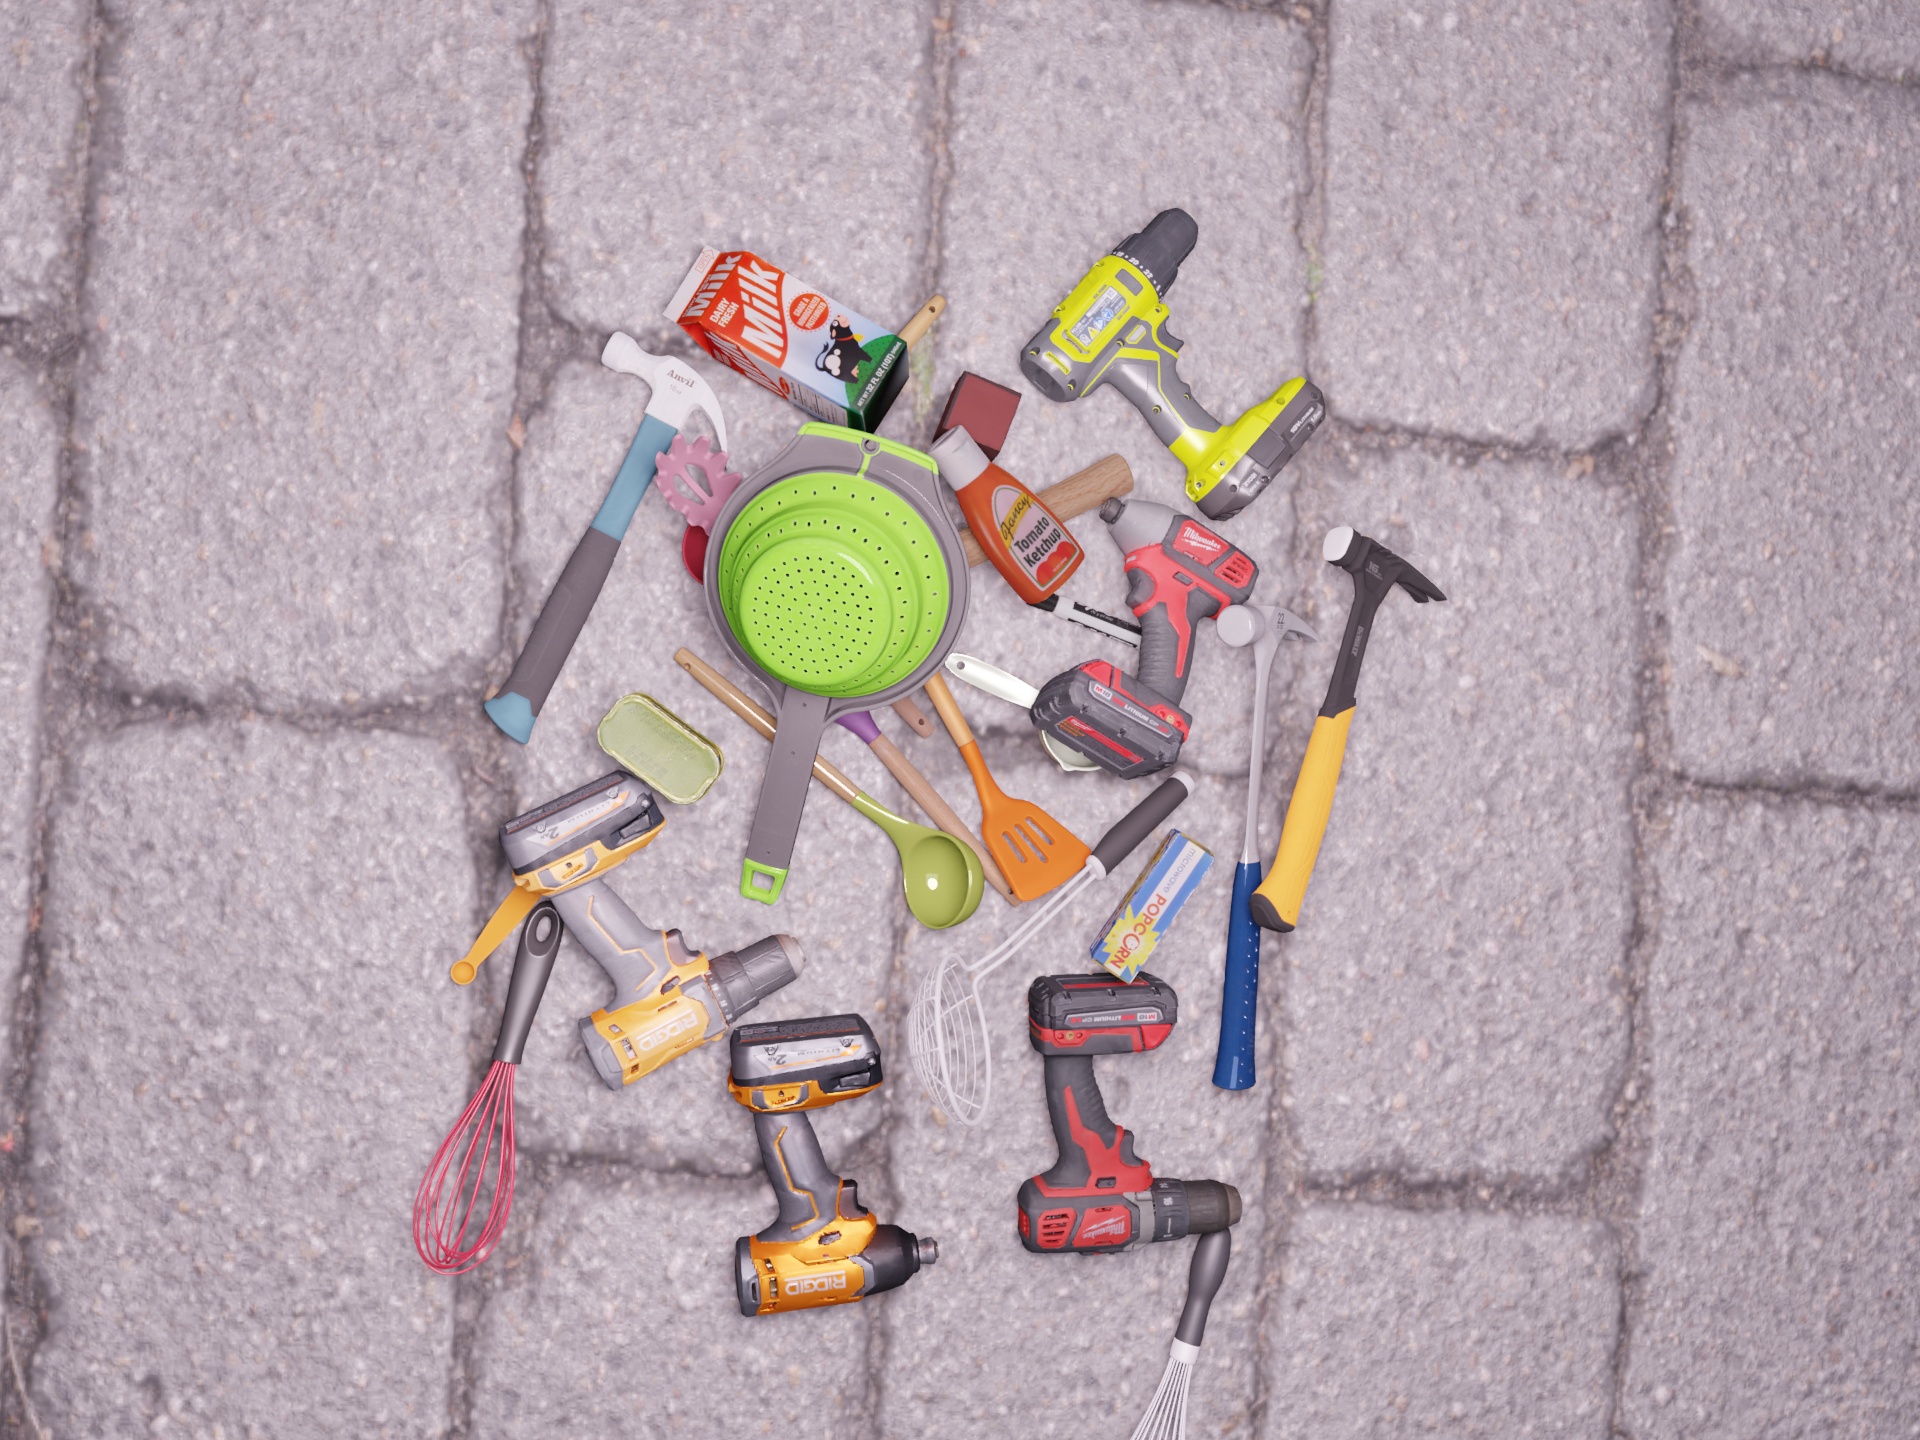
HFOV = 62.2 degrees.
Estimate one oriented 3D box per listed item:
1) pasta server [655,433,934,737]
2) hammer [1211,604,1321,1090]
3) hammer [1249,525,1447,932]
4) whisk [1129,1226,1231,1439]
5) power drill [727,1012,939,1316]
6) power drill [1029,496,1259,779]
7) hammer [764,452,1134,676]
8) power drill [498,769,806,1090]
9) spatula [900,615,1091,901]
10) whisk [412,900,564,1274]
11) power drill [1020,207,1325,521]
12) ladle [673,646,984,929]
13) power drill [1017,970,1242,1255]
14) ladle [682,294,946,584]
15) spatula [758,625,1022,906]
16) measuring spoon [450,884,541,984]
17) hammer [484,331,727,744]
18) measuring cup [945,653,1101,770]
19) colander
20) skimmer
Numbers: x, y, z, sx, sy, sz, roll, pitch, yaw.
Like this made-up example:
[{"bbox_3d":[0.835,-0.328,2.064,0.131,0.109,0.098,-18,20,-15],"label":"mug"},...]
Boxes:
[{"bbox_3d":[-0.127,-0.101,1.276,0.060,0.040,0.316,-46,105,-12],"label":"pasta server"},{"bbox_3d":[0.246,0.105,1.329,0.035,0.144,0.405,7,98,34],"label":"hammer"},{"bbox_3d":[0.311,0.015,1.320,0.127,0.034,0.337,26,77,-29],"label":"hammer"},{"bbox_3d":[0.178,0.559,1.331,0.070,0.070,0.285,19,81,-8],"label":"whisk"},{"bbox_3d":[-0.104,0.357,1.276,0.164,0.084,0.226,-4,94,-9],"label":"power drill"},{"bbox_3d":[0.147,-0.076,1.295,0.143,0.078,0.220,31,66,-13],"label":"power drill"},{"bbox_3d":[0.001,-0.135,1.294,0.331,0.031,0.130,-27,104,-18],"label":"hammer"},{"bbox_3d":[-0.239,0.153,1.250,0.185,0.084,0.226,-26,102,-15],"label":"power drill"},{"bbox_3d":[-0.002,-0.004,1.313,0.081,0.041,0.322,-30,92,-27],"label":"spatula"},{"bbox_3d":[-0.363,0.286,1.250,0.073,0.073,0.296,16,81,-8],"label":"whisk"},{"bbox_3d":[0.189,-0.298,1.329,0.228,0.080,0.190,42,82,-4],"label":"power drill"},{"bbox_3d":[-0.110,0.051,1.290,0.320,0.062,0.078,40,120,-3],"label":"ladle"},{"bbox_3d":[0.140,0.327,1.315,0.188,0.080,0.226,-1,92,-9],"label":"power drill"},{"bbox_3d":[-0.115,-0.232,1.307,0.069,0.031,0.315,41,82,-11],"label":"ladle"},{"bbox_3d":[-0.052,0.033,1.317,0.060,0.018,0.316,-41,94,-9],"label":"spatula"},{"bbox_3d":[-0.366,0.162,1.274,0.021,0.011,0.117,38,81,-5],"label":"measuring spoon"},{"bbox_3d":[-0.292,-0.138,1.276,0.128,0.033,0.331,26,86,-6],"label":"hammer"},{"bbox_3d":[0.061,-0.015,1.326,0.167,0.038,0.083,25,86,-6],"label":"measuring cup"},{"bbox_3d":[-0.120,-0.018,1.197,0.204,0.094,0.397,16,112,1],"label":"colander"},{"bbox_3d":[0.088,0.163,1.249,0.363,0.090,0.127,-40,127,-27],"label":"skimmer"}]
